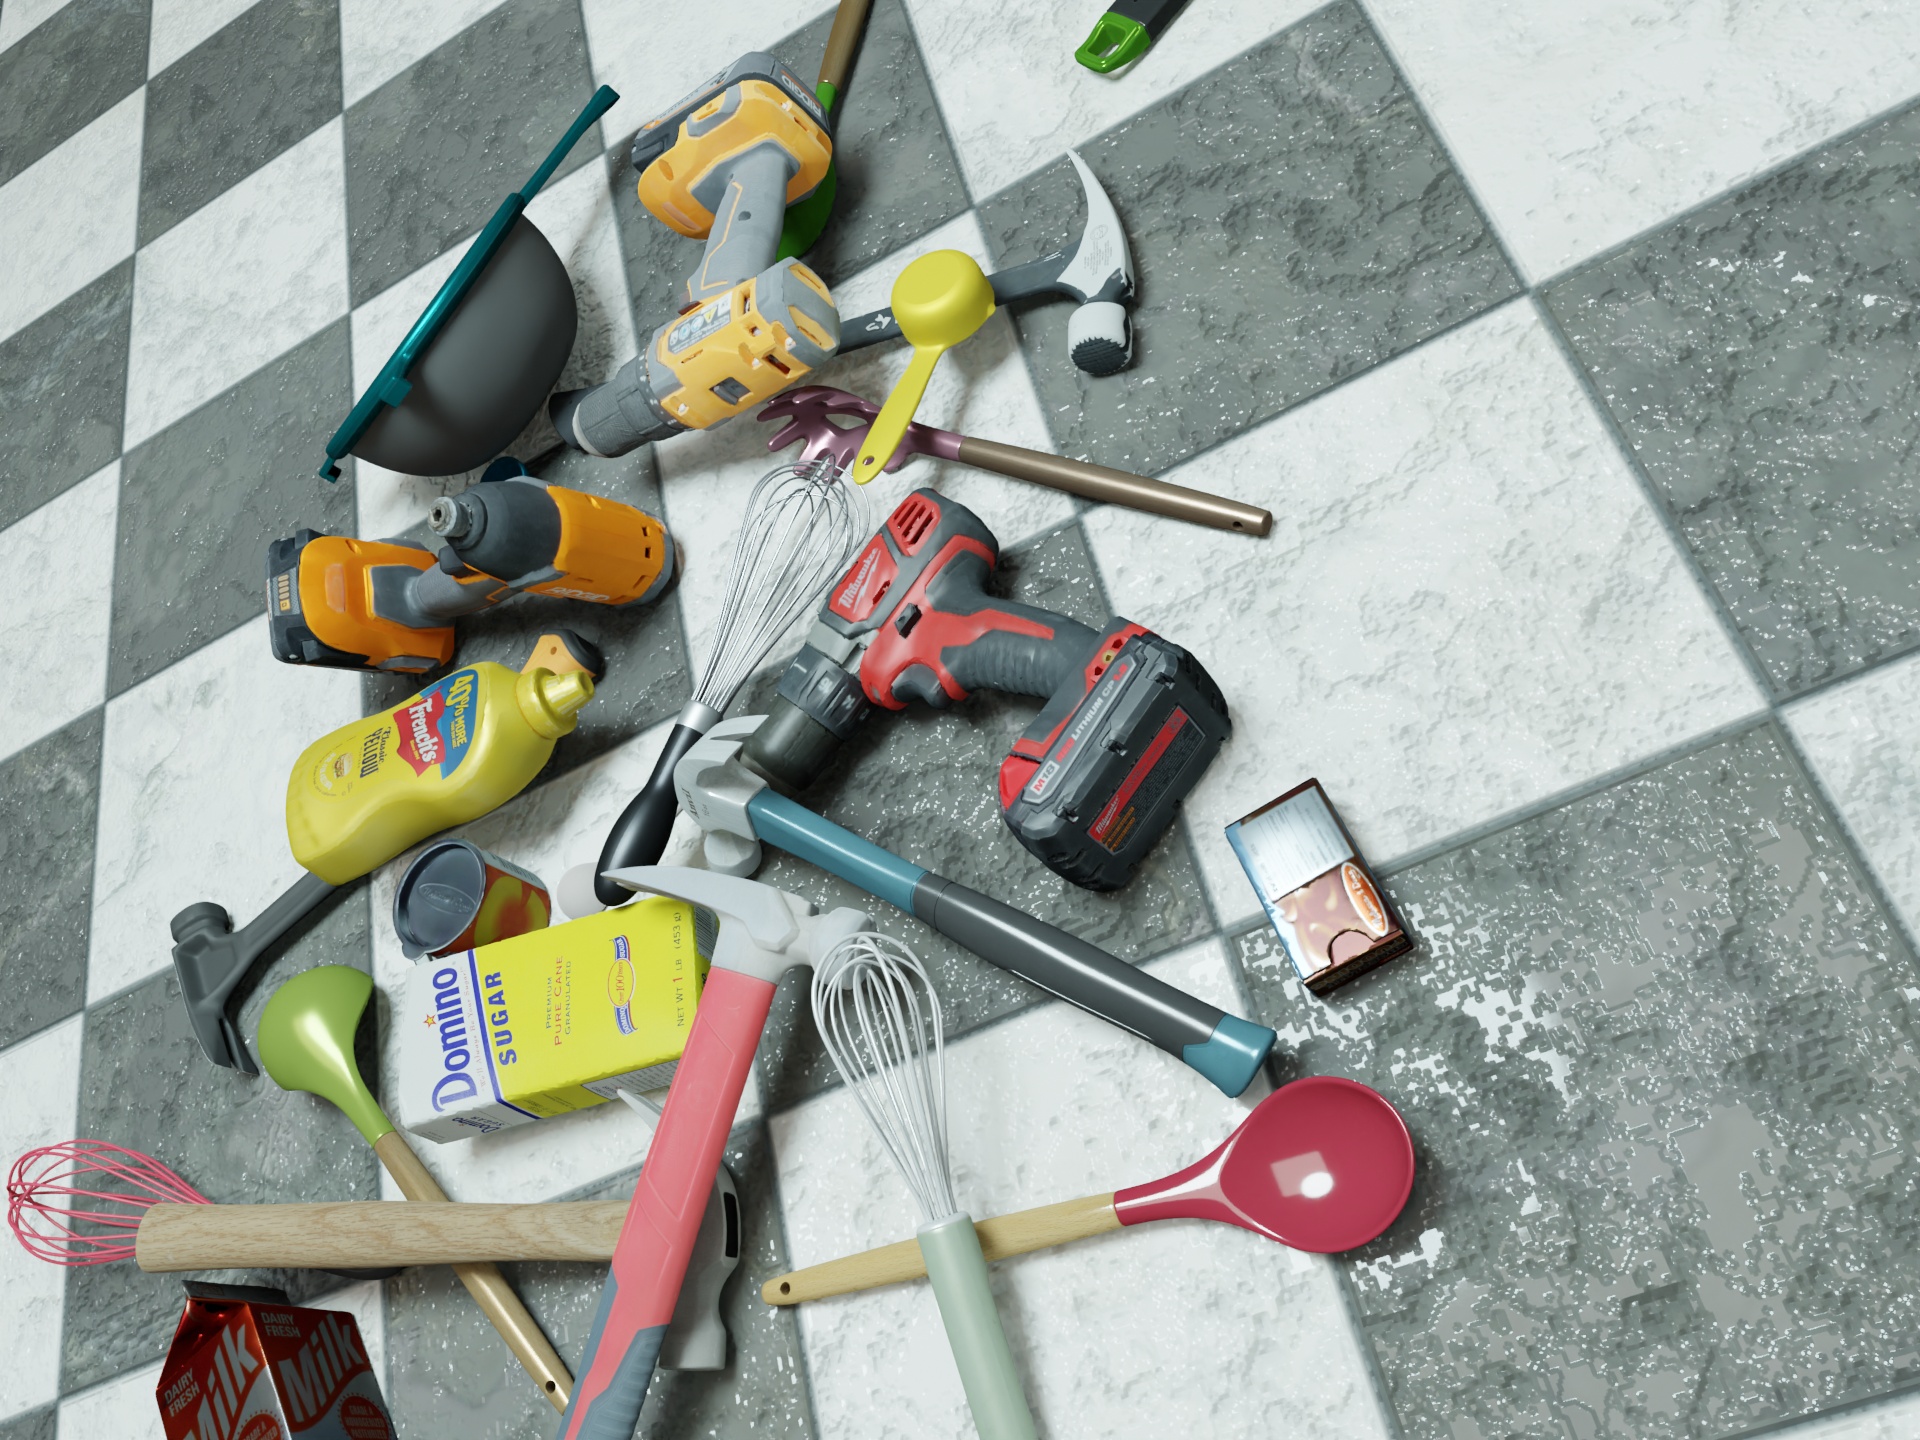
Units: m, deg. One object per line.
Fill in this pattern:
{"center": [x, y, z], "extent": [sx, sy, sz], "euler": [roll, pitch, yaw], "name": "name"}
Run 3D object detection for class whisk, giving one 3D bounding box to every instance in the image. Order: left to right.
{"center": [-0.435, 0.287, 0.909], "extent": [0.296, 0.073, 0.073], "euler": [1, 67, 22], "name": "whisk"}
{"center": [-0.128, -0.027, 0.870], "extent": [0.070, 0.070, 0.285], "euler": [12, 68, 32], "name": "whisk"}
{"center": [-0.010, 0.209, 0.687], "extent": [0.058, 0.059, 0.246], "euler": [-40, 65, 57], "name": "whisk"}

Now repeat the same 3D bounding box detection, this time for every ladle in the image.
{"center": [-0.290, 0.248, 0.862], "extent": [0.320, 0.062, 0.078], "euler": [40, 88, 29], "name": "ladle"}
{"center": [0.046, 0.220, 0.693], "extent": [0.315, 0.031, 0.069], "euler": [-20, 63, 21], "name": "ladle"}

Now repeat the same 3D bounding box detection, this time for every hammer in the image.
{"center": [-0.349, 0.068, 0.976], "extent": [0.337, 0.034, 0.127], "euler": [-41, 54, 6], "name": "hammer"}
{"center": [-0.269, 0.257, 0.804], "extent": [0.331, 0.031, 0.130], "euler": [-5, 66, 14], "name": "hammer"}
{"center": [-0.160, 0.258, 0.732], "extent": [0.143, 0.038, 0.386], "euler": [11, 74, 21], "name": "hammer"}
{"center": [-0.087, -0.236, 0.977], "extent": [0.409, 0.036, 0.149], "euler": [-10, 62, 25], "name": "hammer"}
{"center": [-0.006, 0.088, 0.747], "extent": [0.331, 0.128, 0.033], "euler": [24, 56, 27], "name": "hammer"}

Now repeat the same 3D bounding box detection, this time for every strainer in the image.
{"center": [-0.293, -0.287, 1.076], "extent": [0.211, 0.095, 0.340], "euler": [-14, 44, 56], "name": "strainer"}

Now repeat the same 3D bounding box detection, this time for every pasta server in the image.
{"center": [0.021, -0.138, 0.870], "extent": [0.316, 0.060, 0.040], "euler": [19, 56, 31], "name": "pasta server"}

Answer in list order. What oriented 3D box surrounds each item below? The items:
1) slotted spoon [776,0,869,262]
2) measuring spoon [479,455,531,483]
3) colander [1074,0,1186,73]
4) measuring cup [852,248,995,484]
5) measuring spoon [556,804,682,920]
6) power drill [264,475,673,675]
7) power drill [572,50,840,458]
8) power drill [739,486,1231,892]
{"center": [-0.086, -0.449, 1.084], "extent": [0.070, 0.031, 0.314], "euler": [-1, 65, 34], "name": "slotted spoon"}
{"center": [-0.276, -0.123, 1.042], "extent": [0.042, 0.021, 0.129], "euler": [-45, 63, 13], "name": "measuring spoon"}
{"center": [0.193, -0.560, 0.941], "extent": [0.397, 0.094, 0.205], "euler": [-49, 54, 0], "name": "colander"}
{"center": [-0.030, -0.198, 0.874], "extent": [0.062, 0.029, 0.157], "euler": [8, 62, 30], "name": "measuring cup"}
{"center": [-0.186, 0.062, 0.899], "extent": [0.124, 0.018, 0.034], "euler": [-48, 54, 0], "name": "measuring spoon"}
{"center": [-0.308, -0.089, 0.947], "extent": [0.226, 0.164, 0.084], "euler": [-12, 81, 27], "name": "power drill"}
{"center": [-0.158, -0.272, 0.967], "extent": [0.185, 0.084, 0.226], "euler": [-21, 57, 31], "name": "power drill"}
{"center": [-0.001, -0.003, 0.796], "extent": [0.227, 0.080, 0.188], "euler": [34, 86, 38], "name": "power drill"}
